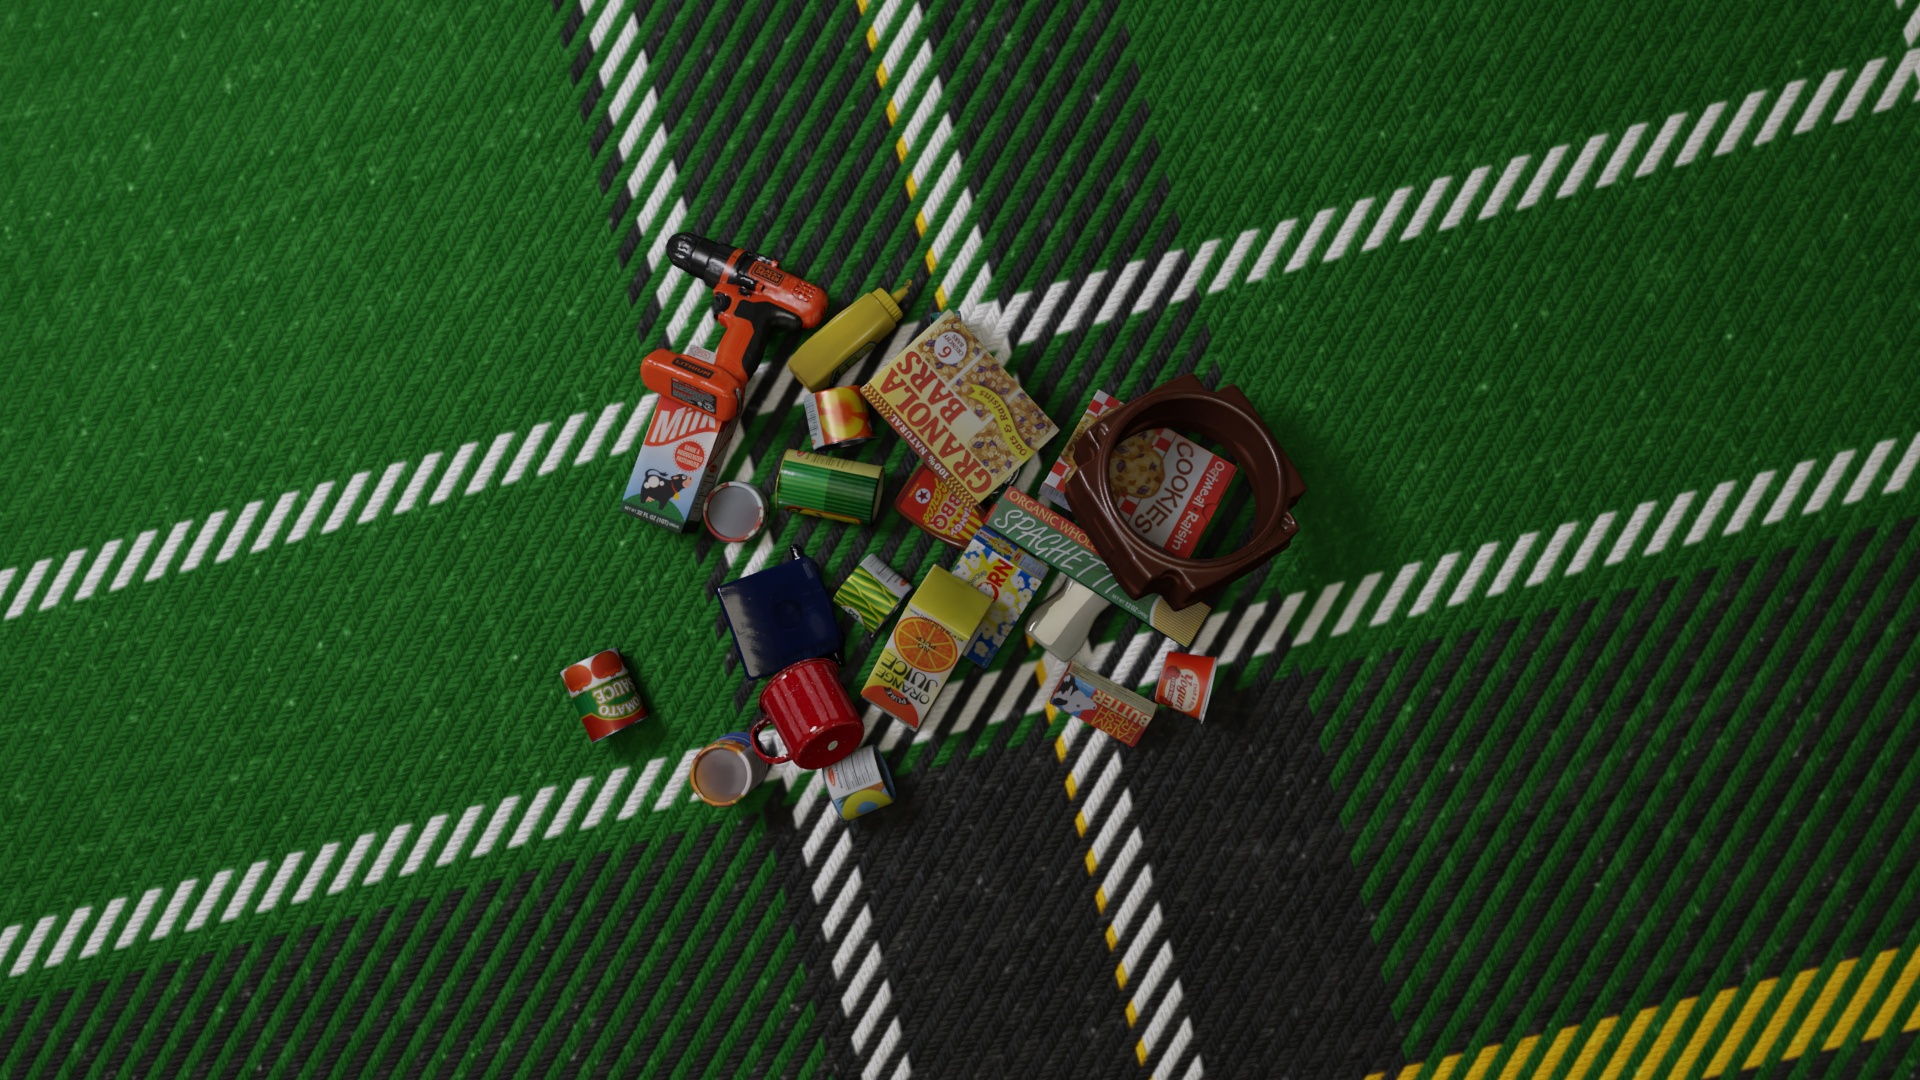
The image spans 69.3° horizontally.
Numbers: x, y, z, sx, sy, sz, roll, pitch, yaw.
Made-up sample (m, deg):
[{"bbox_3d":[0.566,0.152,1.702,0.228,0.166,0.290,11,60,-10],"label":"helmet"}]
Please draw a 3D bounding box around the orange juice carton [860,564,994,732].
[{"bbox_3d":[-0.042,0.123,1.430,0.072,0.073,0.191,31,130,3],"label":"orange juice carton"}]

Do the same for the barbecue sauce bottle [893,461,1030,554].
[{"bbox_3d":[0.005,-0.018,1.468,0.148,0.044,0.065,35,94,2],"label":"barbecue sauce bottle"}]

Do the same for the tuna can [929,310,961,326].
[{"bbox_3d":[-0.013,-0.209,1.457,0.033,0.071,0.071,-6,90,2],"label":"tuna can"}]

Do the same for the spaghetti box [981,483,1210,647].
[{"bbox_3d":[0.139,0.026,1.425,0.250,0.028,0.050,31,90,-5],"label":"spaghetti box"}]

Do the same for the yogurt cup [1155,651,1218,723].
[{"bbox_3d":[0.235,0.148,1.446,0.054,0.072,0.072,14,91,11],"label":"yogurt cup"}]

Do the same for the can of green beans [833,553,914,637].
[{"bbox_3d":[-0.092,0.056,1.462,0.058,0.071,0.071,40,92,3],"label":"can of green beans"}]

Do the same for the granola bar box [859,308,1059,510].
[{"bbox_3d":[0.000,-0.132,1.408,0.124,0.039,0.165,-42,90,4],"label":"granola bar box"}]

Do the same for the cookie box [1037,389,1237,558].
[{"bbox_3d":[0.184,-0.062,1.442,0.167,0.040,0.123,30,71,3],"label":"cookie box"}]

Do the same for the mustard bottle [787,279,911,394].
[{"bbox_3d":[-0.110,-0.221,1.467,0.160,0.065,0.049,-41,88,-2],"label":"mustard bottle"}]

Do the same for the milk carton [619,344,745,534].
[{"bbox_3d":[-0.287,-0.107,1.470,0.072,0.073,0.190,21,90,2],"label":"milk carton"}]

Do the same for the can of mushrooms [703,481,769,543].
[{"bbox_3d":[-0.241,-0.028,1.487,0.071,0.033,0.071,0,90,2],"label":"can of mushrooms"}]

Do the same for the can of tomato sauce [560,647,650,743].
[{"bbox_3d":[-0.377,0.163,1.475,0.071,0.071,0.083,-25,88,3],"label":"can of tomato sauce"}]

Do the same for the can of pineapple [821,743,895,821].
[{"bbox_3d":[-0.106,0.255,1.463,0.058,0.071,0.071,-22,89,3],"label":"can of pineapple"}]

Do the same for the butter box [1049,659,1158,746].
[{"bbox_3d":[0.150,0.171,1.456,0.103,0.024,0.052,28,130,3],"label":"butter box"}]

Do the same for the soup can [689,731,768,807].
[{"bbox_3d":[-0.245,0.240,1.460,0.071,0.084,0.071,0,90,4],"label":"soup can"}]

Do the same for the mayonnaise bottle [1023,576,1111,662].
[{"bbox_3d":[0.133,0.054,1.463,0.065,0.041,0.148,39,90,-3],"label":"mayonnaise bottle"}]

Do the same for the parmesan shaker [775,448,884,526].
[{"bbox_3d":[-0.137,-0.054,1.462,0.103,0.071,0.071,11,91,3],"label":"parmesan shaker"}]

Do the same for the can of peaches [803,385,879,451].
[{"bbox_3d":[-0.126,-0.129,1.466,0.071,0.071,0.058,-12,89,3],"label":"can of peaches"}]

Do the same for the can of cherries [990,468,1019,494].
[{"bbox_3d":[0.031,-0.083,1.460,0.071,0.058,0.071,0,90,4],"label":"can of cherries"}]

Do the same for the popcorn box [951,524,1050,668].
[{"bbox_3d":[0.024,0.060,1.446,0.085,0.038,0.126,33,117,3],"label":"popcorn box"}]
